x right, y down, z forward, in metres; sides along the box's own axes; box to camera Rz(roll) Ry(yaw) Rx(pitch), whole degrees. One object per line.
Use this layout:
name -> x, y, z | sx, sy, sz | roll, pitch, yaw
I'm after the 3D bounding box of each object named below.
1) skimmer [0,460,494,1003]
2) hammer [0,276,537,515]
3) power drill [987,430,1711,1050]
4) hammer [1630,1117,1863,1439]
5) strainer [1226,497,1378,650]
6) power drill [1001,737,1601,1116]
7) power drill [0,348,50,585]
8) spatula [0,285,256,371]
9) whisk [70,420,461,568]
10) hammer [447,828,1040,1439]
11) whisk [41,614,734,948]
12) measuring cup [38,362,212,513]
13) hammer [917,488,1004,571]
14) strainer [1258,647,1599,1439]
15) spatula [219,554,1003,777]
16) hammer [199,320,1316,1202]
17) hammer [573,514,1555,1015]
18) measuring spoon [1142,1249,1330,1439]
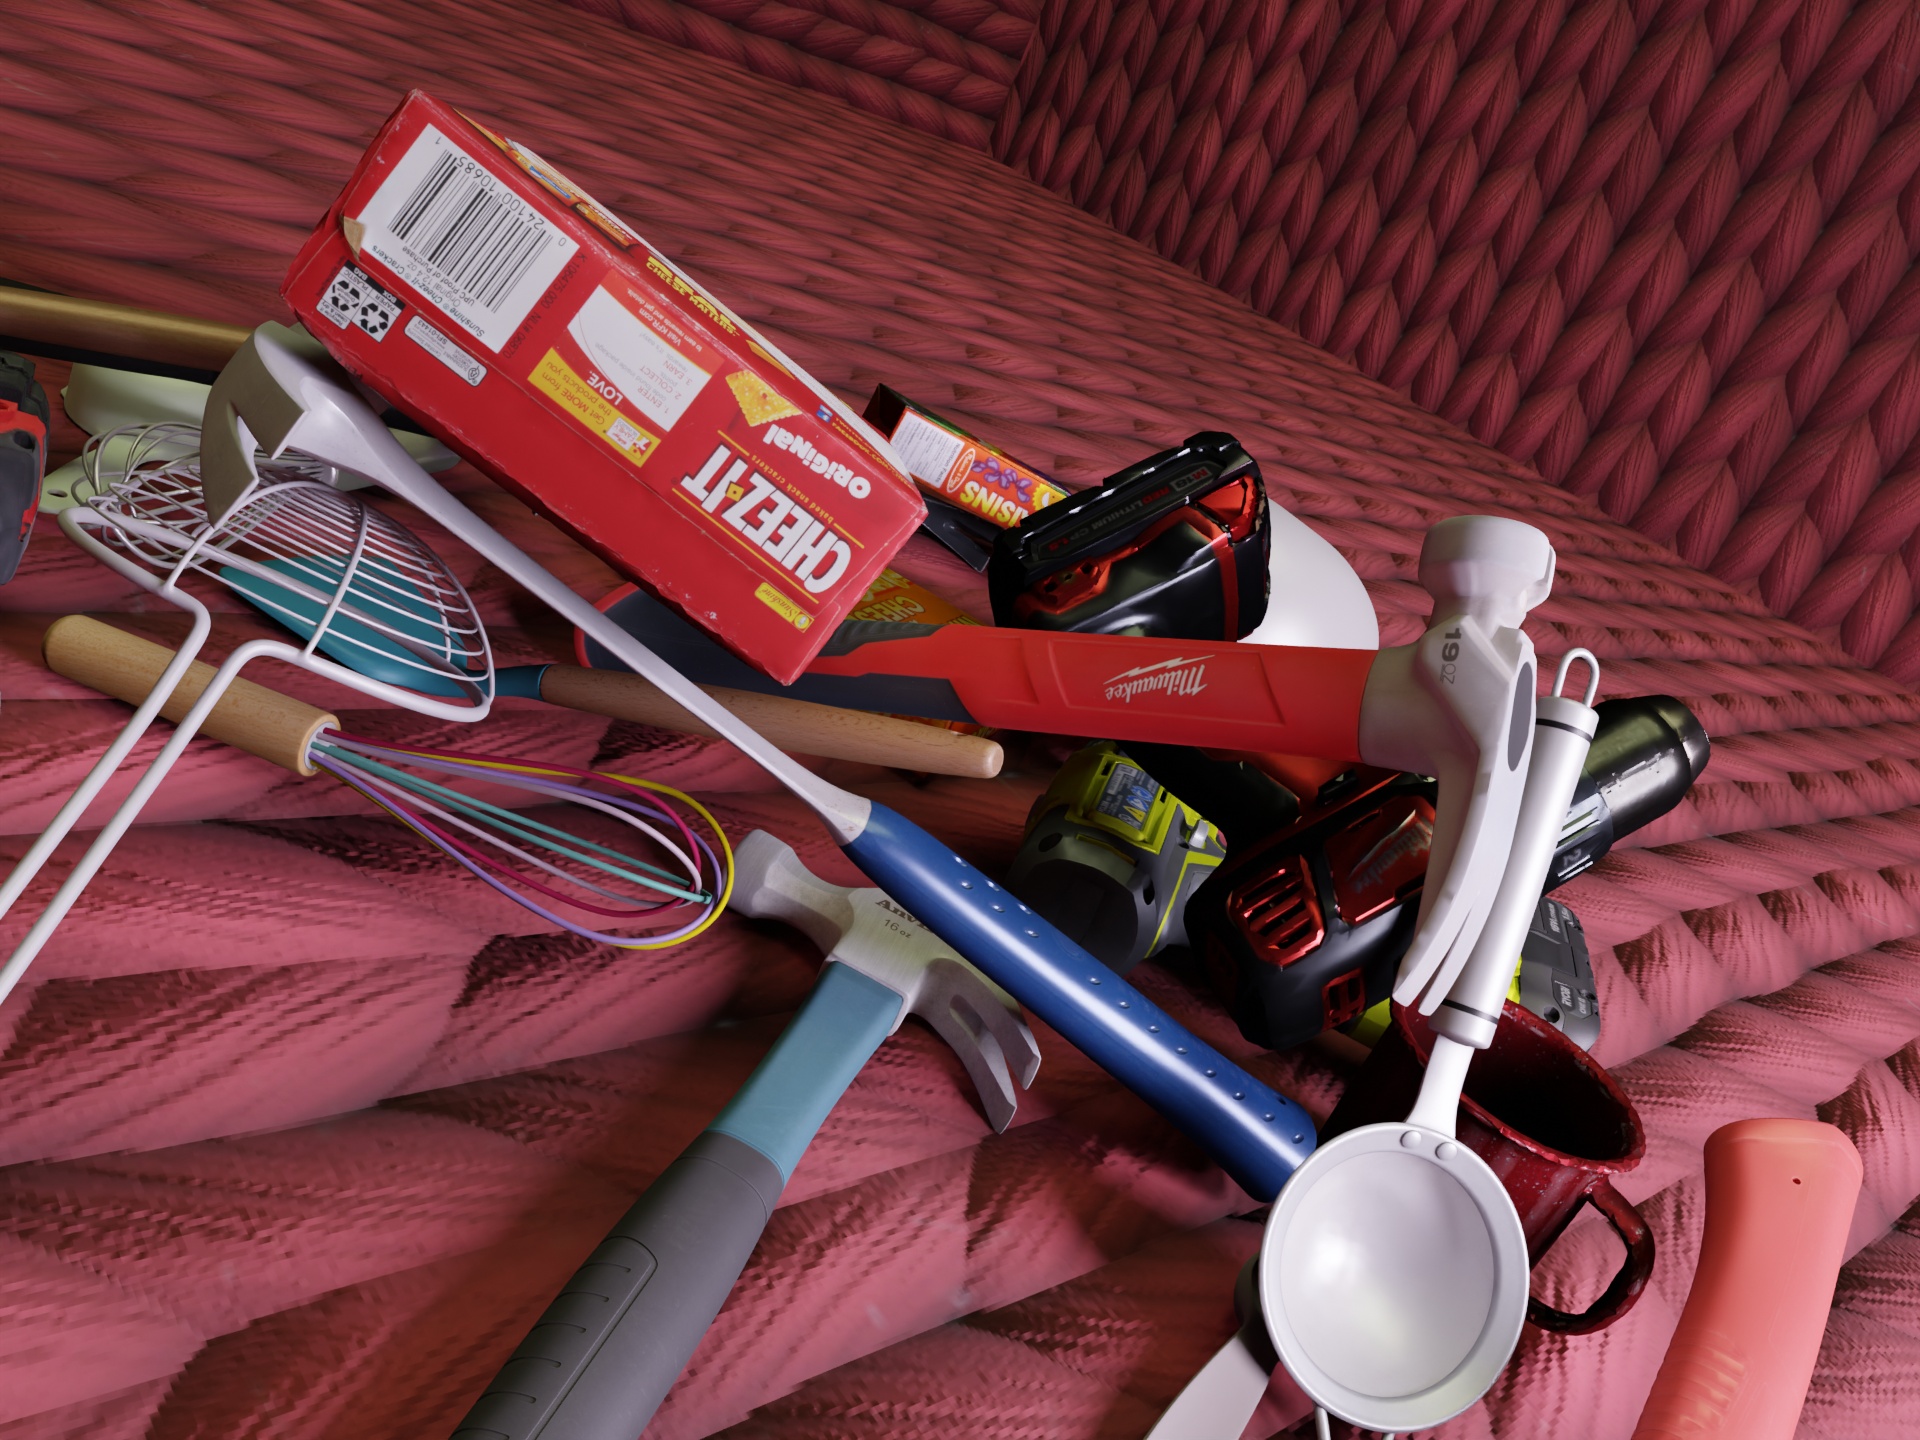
skimmer -> -0.215, 0.053, 0.370 | 0.127, 0.090, 0.364 | 28, 41, -14
hammer -> -0.313, -0.144, 0.625 | 0.334, 0.035, 0.146 | 7, 20, -41
power drill -> 0.130, -0.008, 0.579 | 0.188, 0.080, 0.227 | -27, 51, -9
hammer -> 0.183, 0.213, 0.390 | 0.149, 0.036, 0.359 | 34, 38, 22
strainer -> 0.152, -0.082, 0.883 | 0.211, 0.095, 0.340 | 38, 10, 16
power drill -> 0.139, 0.077, 0.672 | 0.228, 0.080, 0.190 | 25, 24, 7
power drill -> -0.346, -0.043, 0.452 | 0.143, 0.078, 0.220 | 12, 30, -29
spatula -> -0.234, -0.135, 0.605 | 0.315, 0.018, 0.060 | 3, 23, -37
whisk -> -0.283, -0.108, 0.683 | 0.058, 0.059, 0.246 | 64, 19, -8
hammer -> -0.066, 0.126, 0.422 | 0.128, 0.033, 0.331 | 27, 24, 7
whisk -> -0.185, 0.013, 0.512 | 0.245, 0.047, 0.051 | 21, 9, 8
measuring cup -> -0.347, -0.128, 0.665 | 0.083, 0.038, 0.168 | 19, 22, -15
hammer -> -0.068, -0.115, 0.823 | 0.149, 0.036, 0.409 | 29, 12, 3
strainer -> 0.148, 0.099, 0.476 | 0.087, 0.258, 0.050 | 22, -7, -10
spatula -> -0.129, -0.020, 0.578 | 0.317, 0.044, 0.082 | 10, 13, 25
hammer -> -0.040, 0.027, 0.473 | 0.405, 0.035, 0.144 | 39, 8, -18
hammer -> -0.001, -0.002, 0.559 | 0.386, 0.143, 0.038 | 6, -15, 36
measuring spoon -> 0.070, 0.191, 0.447 | 0.034, 0.018, 0.124 | 53, 37, 10
